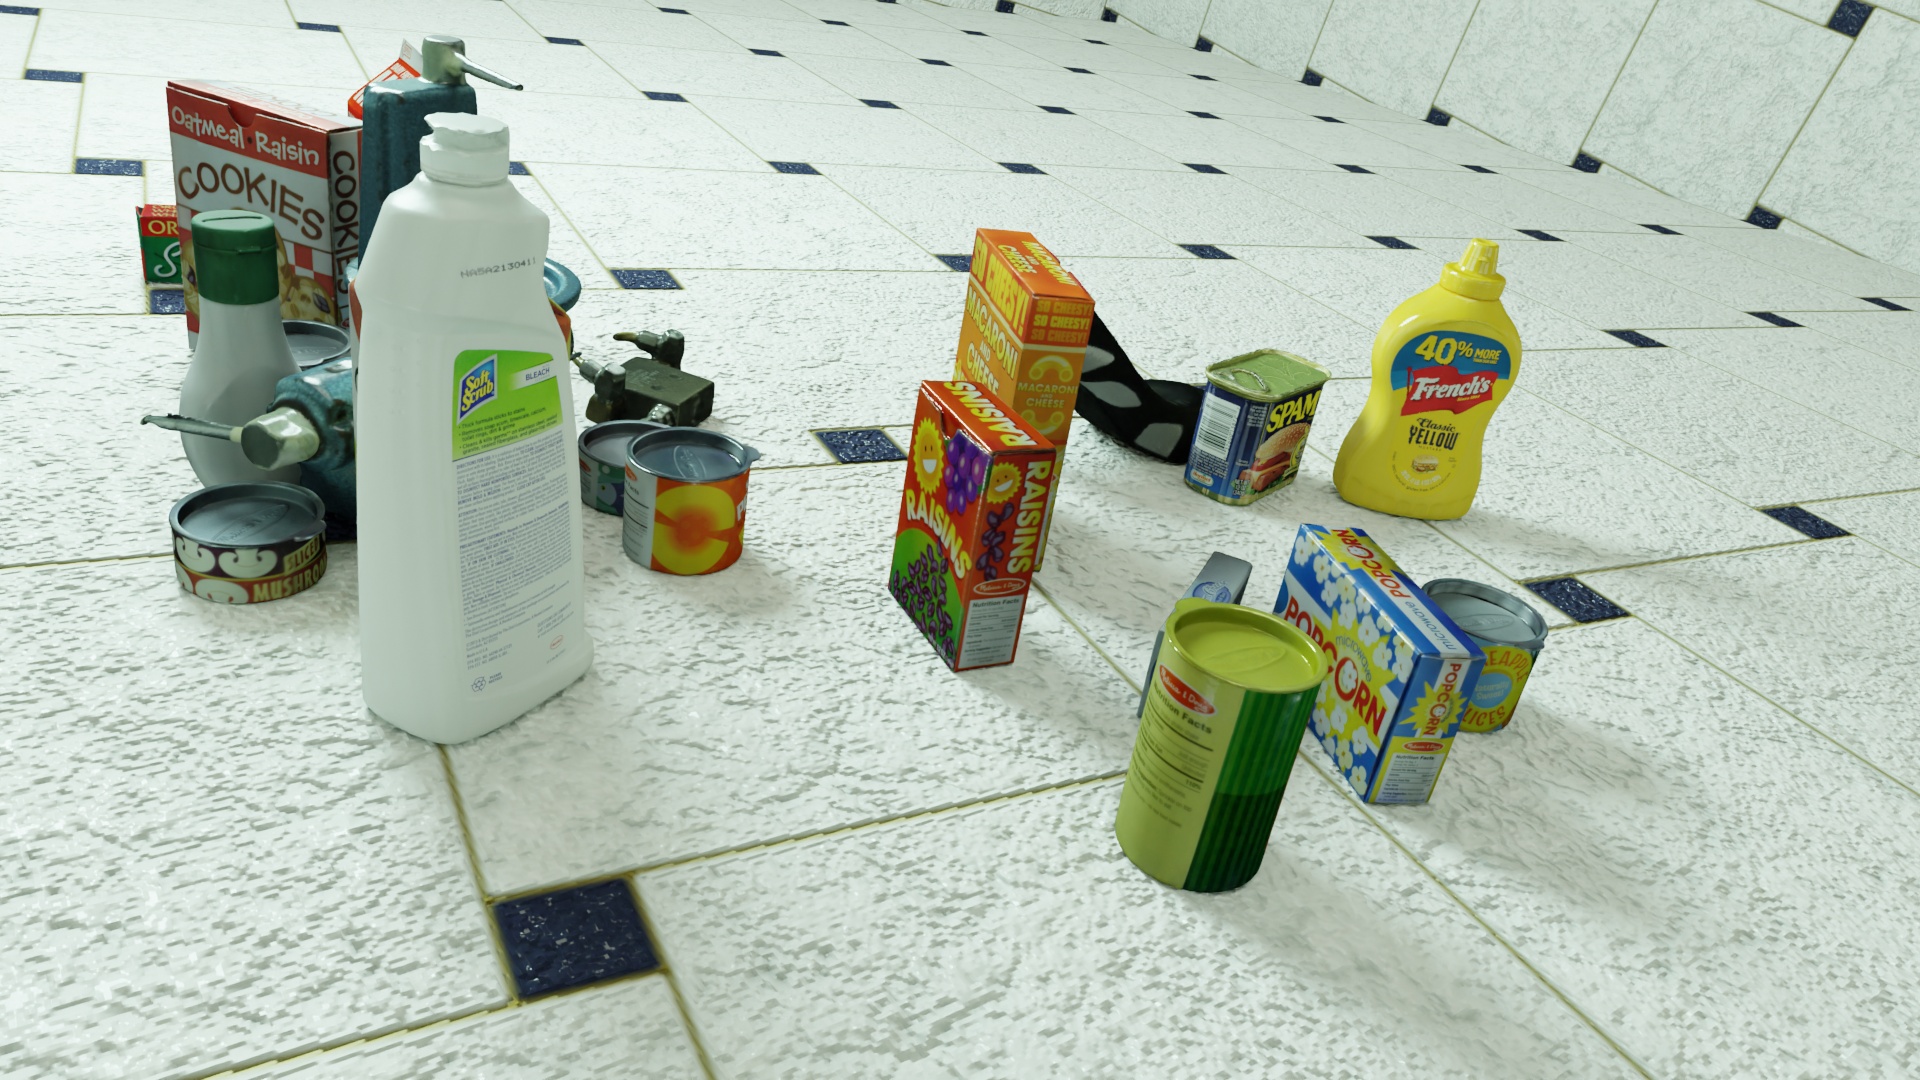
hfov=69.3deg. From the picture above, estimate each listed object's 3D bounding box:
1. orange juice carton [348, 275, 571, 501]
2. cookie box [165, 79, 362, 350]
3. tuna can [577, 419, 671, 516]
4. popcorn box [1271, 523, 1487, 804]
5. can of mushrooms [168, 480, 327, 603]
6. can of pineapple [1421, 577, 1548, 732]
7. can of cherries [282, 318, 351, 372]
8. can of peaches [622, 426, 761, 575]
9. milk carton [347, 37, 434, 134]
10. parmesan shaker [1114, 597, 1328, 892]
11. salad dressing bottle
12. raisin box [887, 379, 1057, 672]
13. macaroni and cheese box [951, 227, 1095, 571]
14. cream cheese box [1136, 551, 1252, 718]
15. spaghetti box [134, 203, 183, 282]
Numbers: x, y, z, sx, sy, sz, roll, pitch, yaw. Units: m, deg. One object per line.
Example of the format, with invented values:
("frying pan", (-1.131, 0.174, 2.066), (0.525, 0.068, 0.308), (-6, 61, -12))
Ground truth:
("orange juice carton", (-0.232, -0.061, 0.645), (0.073, 0.191, 0.072), (-16, 37, -42))
("cookie box", (-0.414, -0.182, 0.842), (0.123, 0.166, 0.040), (19, 28, 16))
("tuna can", (-0.185, -0.042, 0.801), (0.071, 0.032, 0.071), (8, 27, -4))
("popcorn box", (0.199, 0.058, 0.688), (0.038, 0.084, 0.127), (2, 28, -16))
("can of mushrooms", (-0.337, 0.001, 0.663), (0.071, 0.033, 0.071), (8, 27, -4))
("can of pineapple", (0.269, 0.062, 0.736), (0.071, 0.057, 0.071), (8, 27, -4))
("can of cherries", (-0.379, -0.087, 0.790), (0.071, 0.058, 0.072), (8, 27, -4))
("can of peaches", (-0.145, -0.022, 0.748), (0.071, 0.057, 0.071), (8, 27, -4))
("milk carton", (-0.364, -0.231, 0.930), (0.074, 0.189, 0.072), (-9, 33, -34))
("parmesan shaker", (0.105, 0.085, 0.583), (0.071, 0.102, 0.071), (8, 27, -4))
("salad dressing bottle", (-0.365, -0.092, 0.707), (0.064, 0.147, 0.044), (-17, 37, -42))
("raisin box", (0.003, -0.009, 0.705), (0.040, 0.122, 0.086), (-4, 30, -26))
("macaroni and cheese box", (0.028, -0.084, 0.813), (0.040, 0.165, 0.124), (2, 28, -17))
("cream cheese box", (0.121, 0.050, 0.711), (0.024, 0.053, 0.104), (20, 28, 17))
("spaghetti box", (-0.457, -0.212, 1.014), (0.251, 0.050, 0.029), (-3, 30, -25))
